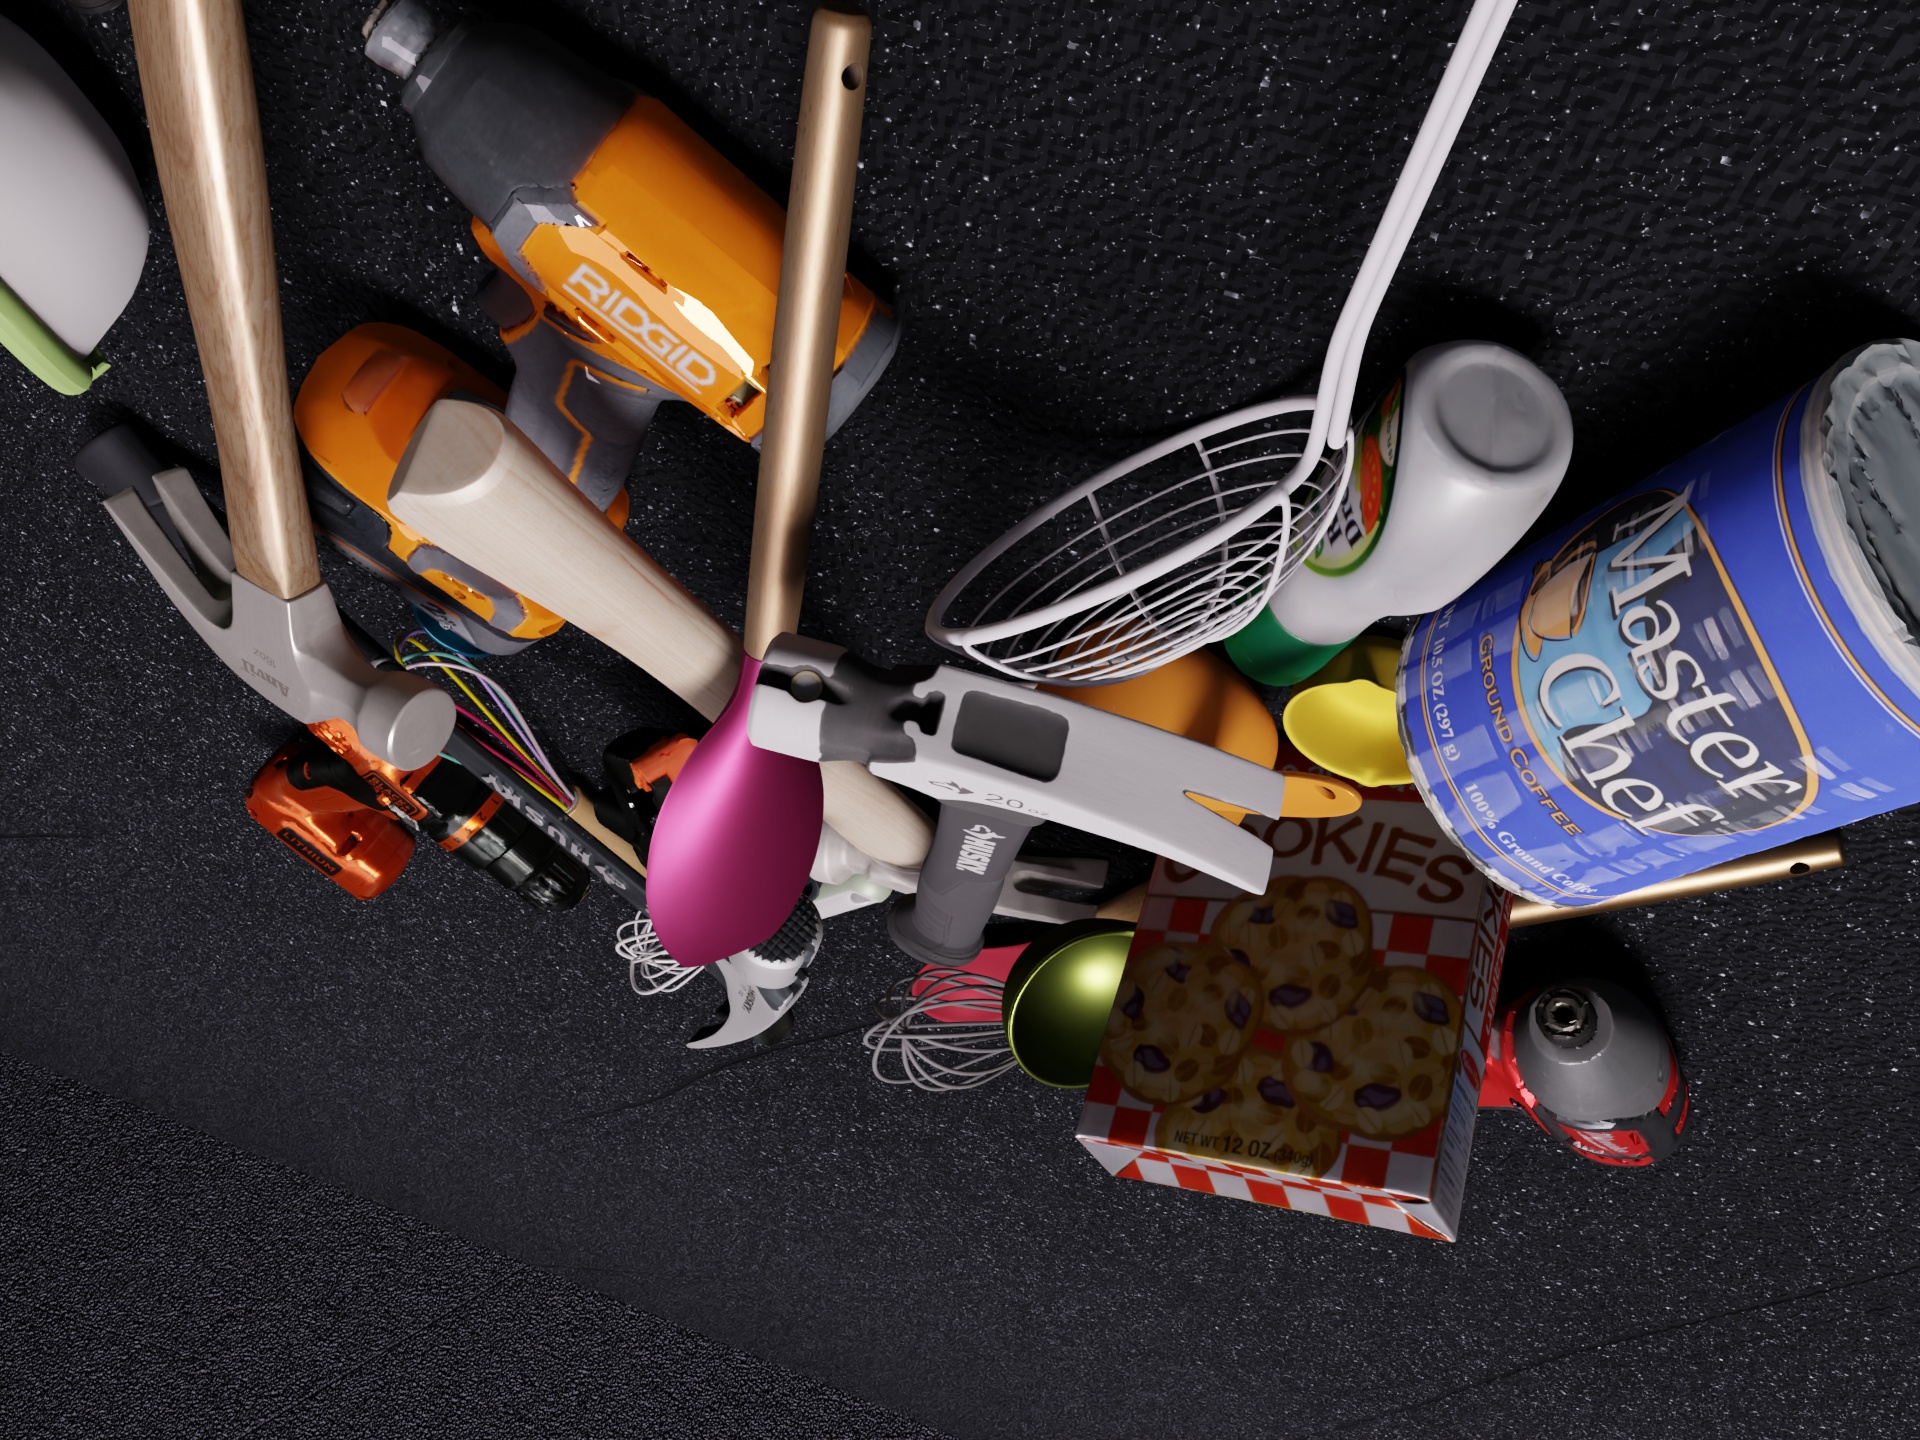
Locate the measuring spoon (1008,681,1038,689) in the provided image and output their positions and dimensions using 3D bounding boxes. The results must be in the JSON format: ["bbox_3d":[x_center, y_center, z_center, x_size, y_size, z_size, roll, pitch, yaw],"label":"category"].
[{"bbox_3d":[-0.001,-0.002,0.656,0.124,0.018,0.034,-3,140,36],"label":"measuring spoon"}]

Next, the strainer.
[{"bbox_3d":[-0.292,-0.174,0.470,0.151,0.069,0.256,57,165,-27],"label":"strainer"}]

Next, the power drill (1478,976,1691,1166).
[{"bbox_3d":[0.188,0.142,0.683,0.220,0.079,0.143,-2,153,30],"label":"power drill"}]

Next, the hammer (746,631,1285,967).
[{"bbox_3d":[0.008,0.052,0.567,0.146,0.035,0.334,14,163,1],"label":"hammer"}]

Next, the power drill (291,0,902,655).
[{"bbox_3d":[-0.144,-0.119,0.513,0.164,0.084,0.226,38,142,-22],"label":"power drill"}]

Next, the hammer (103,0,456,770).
[{"bbox_3d":[-0.216,-0.139,0.465,0.130,0.031,0.331,25,131,20],"label":"hammer"}]

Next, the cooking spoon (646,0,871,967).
[{"bbox_3d":[-0.054,-0.042,0.466,0.017,0.068,0.318,43,136,36],"label":"cooking spoon"}]

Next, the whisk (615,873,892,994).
[{"bbox_3d":[-0.119,0.112,0.891,0.057,0.059,0.246,28,147,-33],"label":"whisk"}]

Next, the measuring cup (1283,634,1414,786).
[{"bbox_3d":[0.187,0.000,0.526,0.156,0.029,0.062,7,146,21],"label":"measuring cup"}]

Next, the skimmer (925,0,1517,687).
[{"bbox_3d":[0.074,-0.136,0.339,0.090,0.127,0.363,35,141,15],"label":"skimmer"}]

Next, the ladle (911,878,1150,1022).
[{"bbox_3d":[0.066,0.097,0.760,0.069,0.031,0.315,21,150,-21],"label":"ladle"}]

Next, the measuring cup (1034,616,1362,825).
[{"bbox_3d":[0.086,0.003,0.528,0.095,0.052,0.174,40,164,-19],"label":"measuring cup"}]

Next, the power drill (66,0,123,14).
[{"bbox_3d":[-0.343,-0.265,0.411,0.223,0.080,0.171,14,161,10],"label":"power drill"}]

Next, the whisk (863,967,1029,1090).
[{"bbox_3d":[0.045,0.143,0.741,0.055,0.055,0.238,-8,168,41],"label":"whisk"}]

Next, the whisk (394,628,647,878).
[{"bbox_3d":[-0.220,0.035,0.833,0.047,0.051,0.244,26,161,37],"label":"whisk"}]

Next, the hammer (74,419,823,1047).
[{"bbox_3d":[-0.232,0.000,0.696,0.409,0.036,0.149,38,148,8],"label":"hammer"}]

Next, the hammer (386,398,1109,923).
[{"bbox_3d":[-0.059,0.004,0.585,0.146,0.038,0.410,8,162,22],"label":"hammer"}]

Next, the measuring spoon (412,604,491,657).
[{"bbox_3d":[-0.214,-0.074,0.696,0.042,0.021,0.128,25,141,-3],"label":"measuring spoon"}]

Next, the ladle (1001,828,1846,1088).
[{"bbox_3d":[0.158,0.087,0.602,0.320,0.062,0.078,-16,128,30],"label":"ladle"}]
